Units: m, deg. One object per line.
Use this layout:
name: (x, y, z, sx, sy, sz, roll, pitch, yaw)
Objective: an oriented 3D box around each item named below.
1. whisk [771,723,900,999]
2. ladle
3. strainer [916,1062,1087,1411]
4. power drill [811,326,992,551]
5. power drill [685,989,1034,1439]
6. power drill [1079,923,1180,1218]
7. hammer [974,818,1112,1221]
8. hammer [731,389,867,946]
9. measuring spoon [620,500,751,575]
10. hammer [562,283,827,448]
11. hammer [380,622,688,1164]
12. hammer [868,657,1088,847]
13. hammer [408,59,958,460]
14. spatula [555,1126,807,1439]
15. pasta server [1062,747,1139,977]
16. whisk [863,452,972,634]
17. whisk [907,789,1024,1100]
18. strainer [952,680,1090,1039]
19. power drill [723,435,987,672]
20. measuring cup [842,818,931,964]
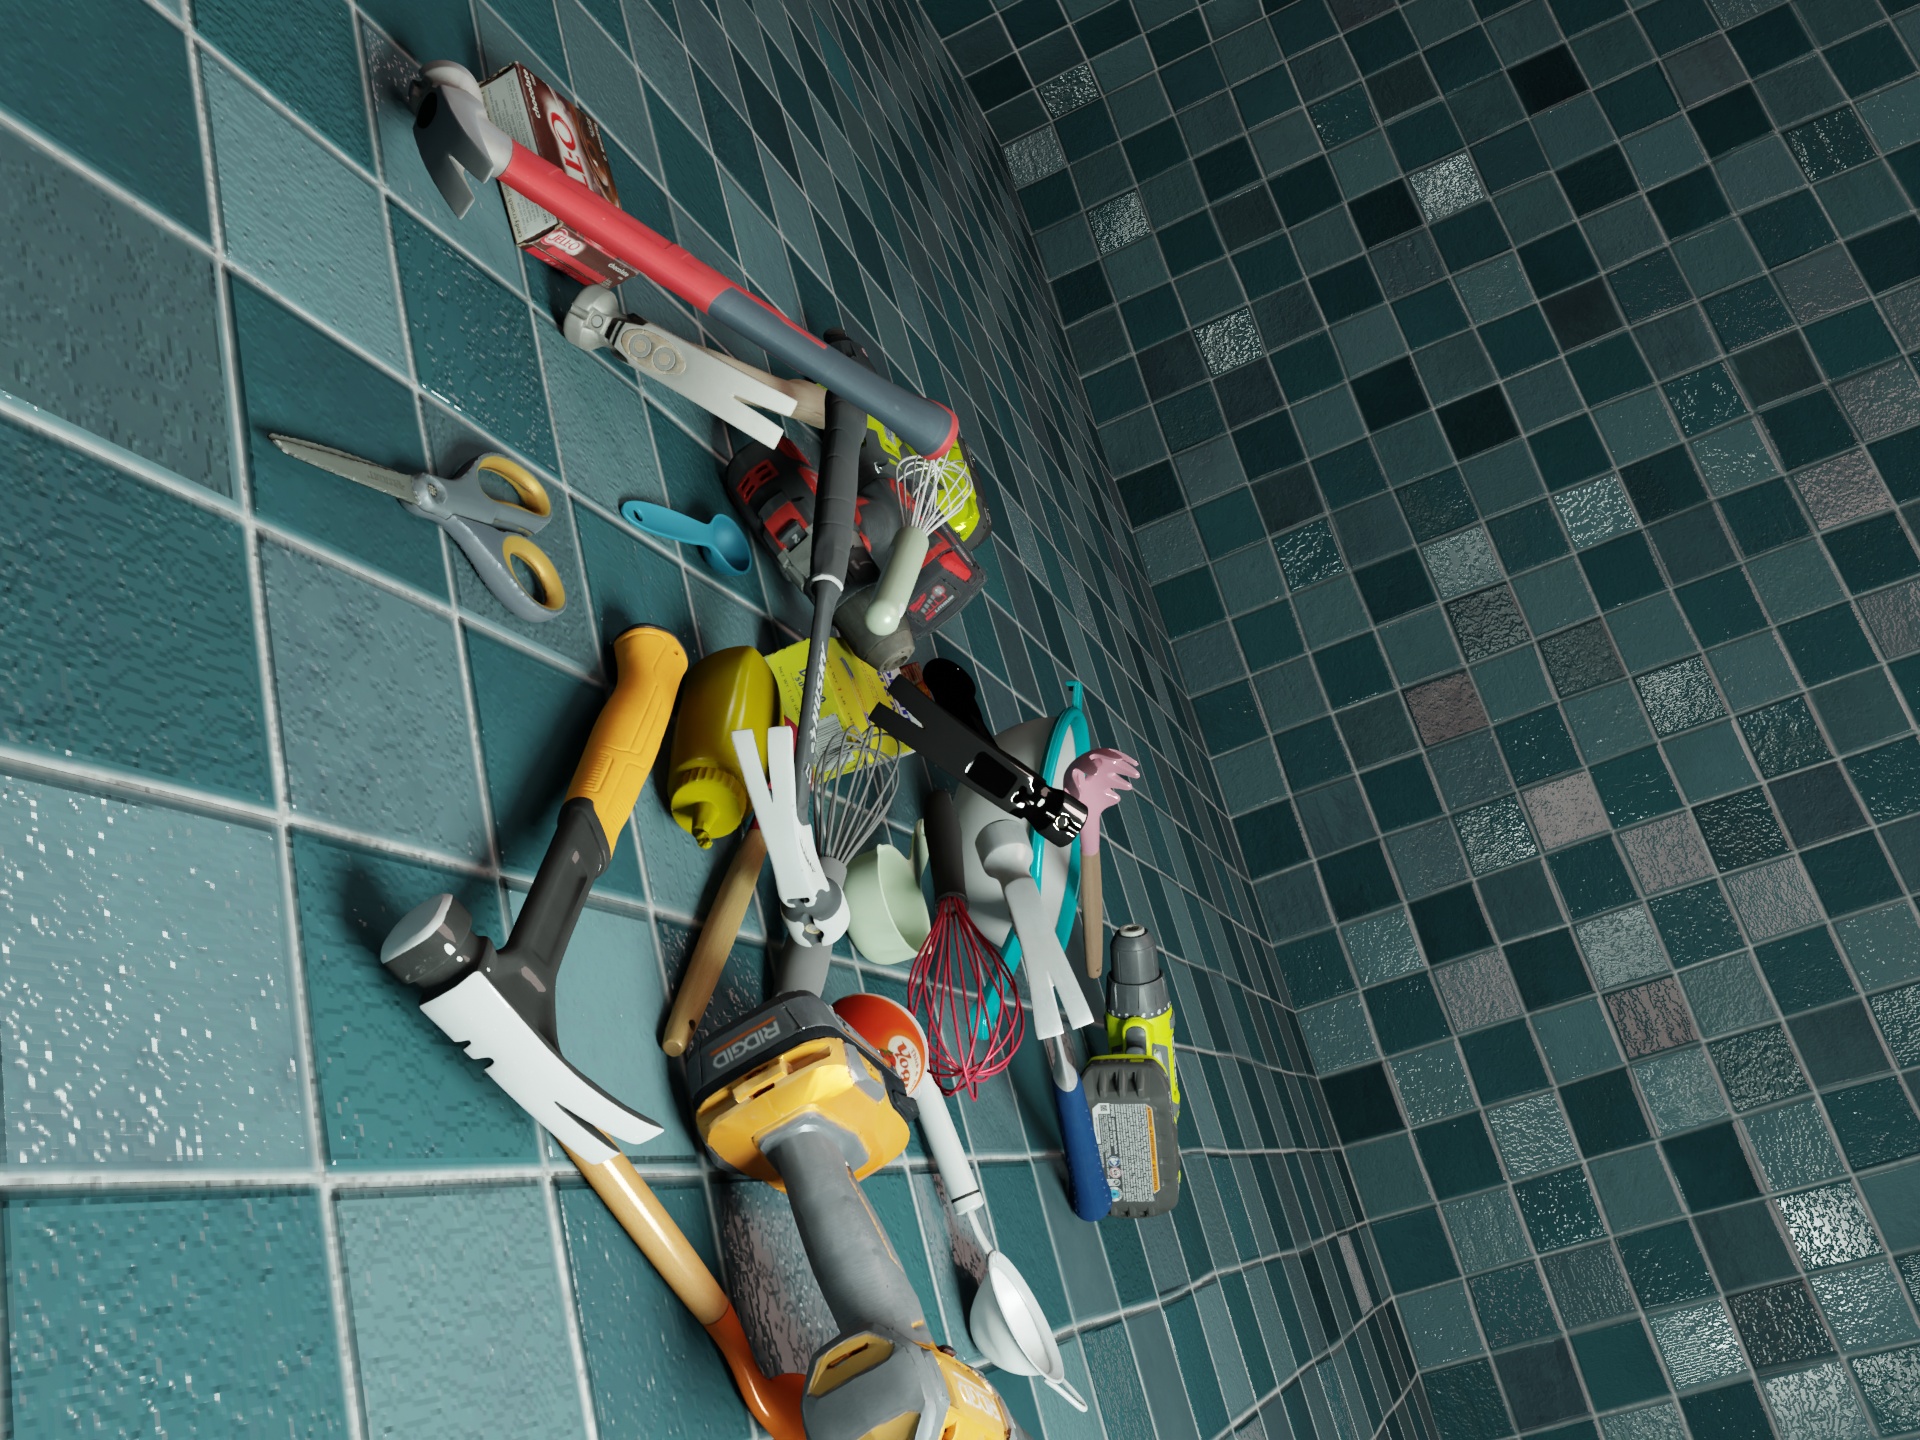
whisk: (-0.076, 0.089, 0.944, 0.055, 0.055, 0.239, 58, 30, -36)
ladle: (-0.121, 0.080, 0.888, 0.316, 0.031, 0.069, -79, 148, -61)
strainer: (0.006, 0.309, 0.992, 0.259, 0.050, 0.086, 67, 8, 17)
power drill: (-0.059, -0.250, 1.466, 0.223, 0.080, 0.171, 34, 37, -60)
power drill: (-0.036, 0.258, 0.739, 0.226, 0.084, 0.185, 62, 4, 39)
power drill: (0.149, 0.298, 1.368, 0.228, 0.080, 0.190, -58, 143, -72)
hammer: (0.071, 0.245, 1.098, 0.405, 0.035, 0.144, 76, -4, -47)
hammer: (-0.085, -0.073, 0.963, 0.149, 0.036, 0.409, 78, 10, -47)
measuring spoon: (-0.176, -0.115, 0.992, 0.128, 0.021, 0.042, 12, 59, -62)
hammer: (-0.136, -0.231, 1.127, 0.146, 0.038, 0.410, 30, 10, 5)
hammer: (-0.162, 0.047, 0.730, 0.127, 0.034, 0.337, 54, 16, -23)
hammer: (-0.002, -0.004, 1.131, 0.146, 0.035, 0.335, 34, 7, -11)
hammer: (-0.138, -0.242, 0.934, 0.386, 0.038, 0.143, 26, 24, -41)
spatula: (-0.110, 0.232, 0.683, 0.322, 0.041, 0.081, 61, -1, -22)
pasta server: (0.109, 0.124, 1.283, 0.040, 0.060, 0.315, 48, -22, 36)
whisk: (-0.034, -0.128, 1.101, 0.246, 0.059, 0.057, -75, -178, -55)
whisk: (-0.004, 0.131, 1.024, 0.073, 0.073, 0.296, 60, 11, -29)
strainer: (0.023, 0.121, 1.208, 0.340, 0.095, 0.210, -61, 153, -56)
power drill: (-0.063, -0.112, 1.167, 0.188, 0.080, 0.226, 55, 18, 14)
measuring cup: (-0.048, 0.108, 1.085, 0.168, 0.038, 0.083, -72, 139, -70)
